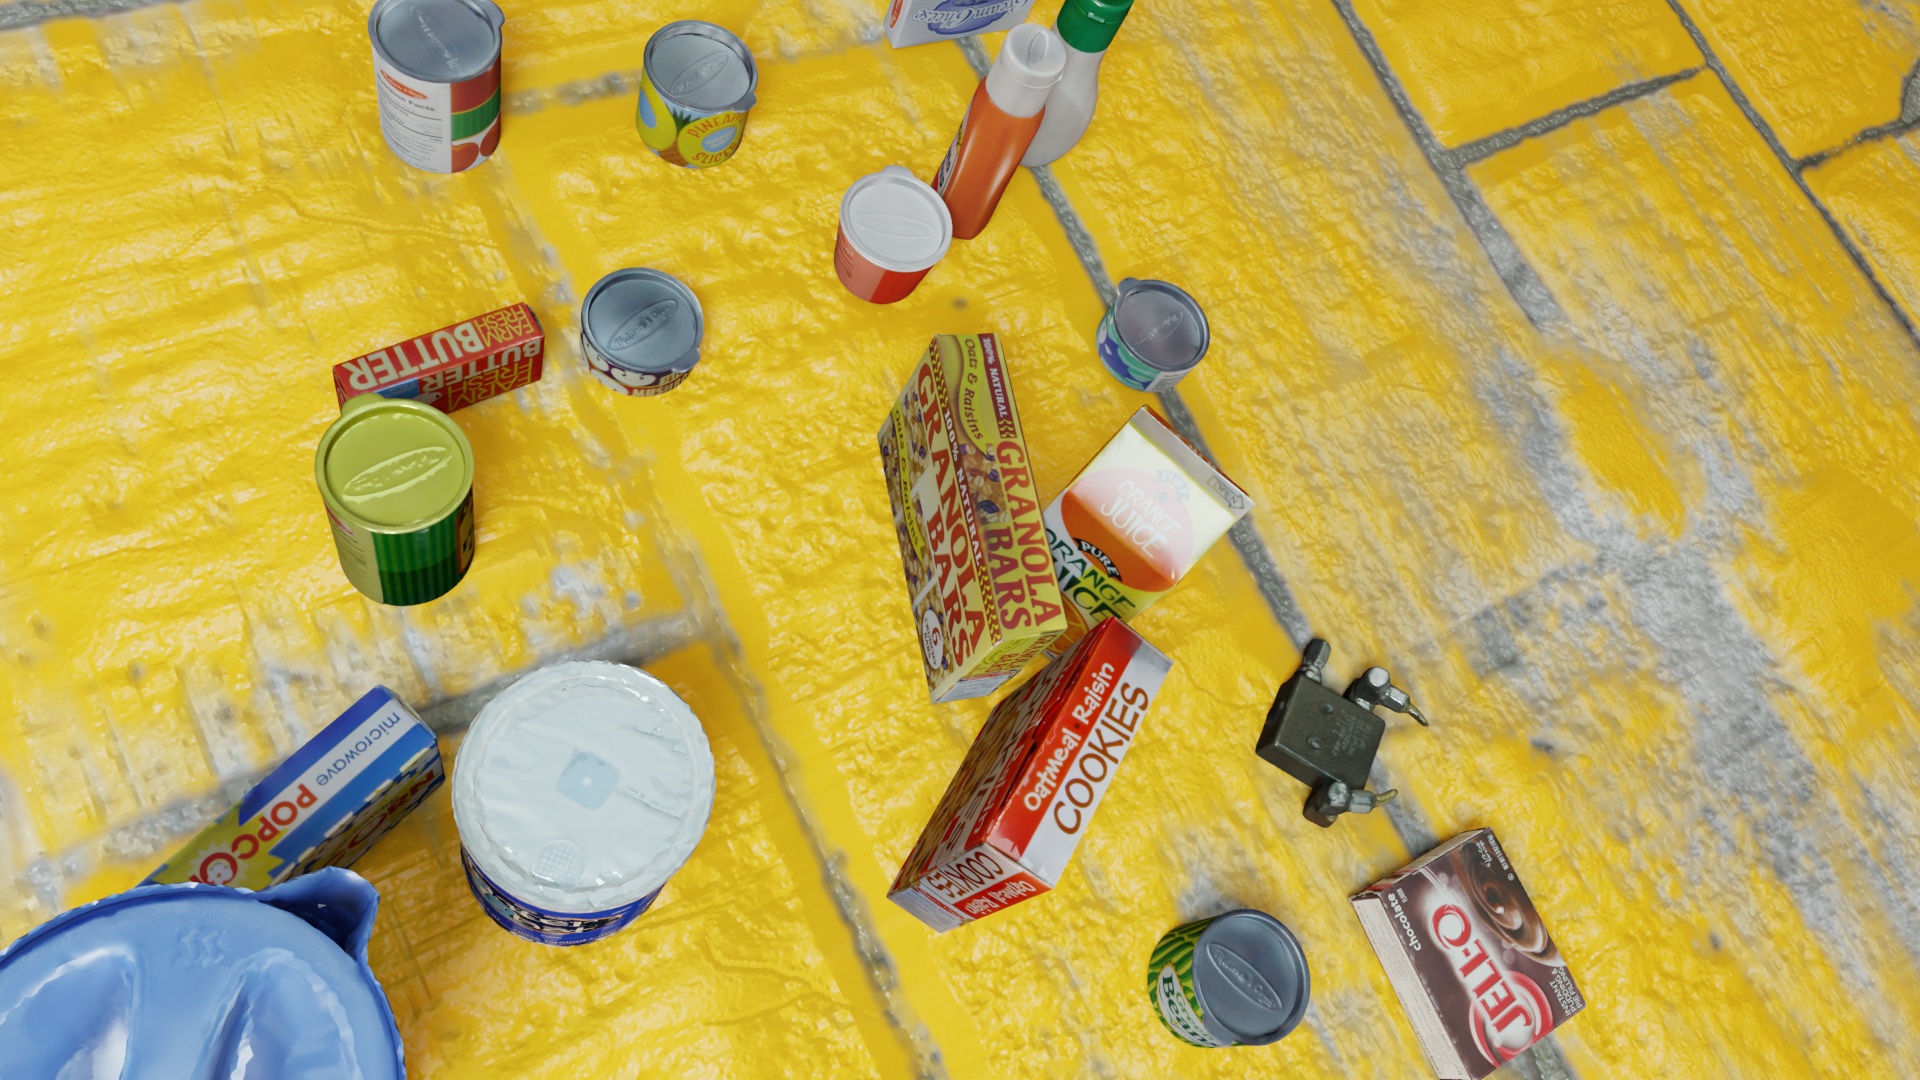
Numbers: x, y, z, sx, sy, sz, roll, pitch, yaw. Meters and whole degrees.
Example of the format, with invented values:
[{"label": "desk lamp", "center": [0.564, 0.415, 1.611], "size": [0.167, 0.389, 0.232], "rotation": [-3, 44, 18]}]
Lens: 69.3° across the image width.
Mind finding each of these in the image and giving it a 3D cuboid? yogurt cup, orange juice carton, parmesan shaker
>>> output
[{"label": "yogurt cup", "center": [-0.044, -0.178, 0.834], "size": [0.072, 0.053, 0.072], "rotation": [7, 67, -16]}, {"label": "orange juice carton", "center": [0.082, -0.005, 0.726], "size": [0.072, 0.192, 0.073], "rotation": [43, 62, 2]}, {"label": "parmesan shaker", "center": [-0.268, -0.018, 0.665], "size": [0.071, 0.102, 0.071], "rotation": [7, 67, -16]}]

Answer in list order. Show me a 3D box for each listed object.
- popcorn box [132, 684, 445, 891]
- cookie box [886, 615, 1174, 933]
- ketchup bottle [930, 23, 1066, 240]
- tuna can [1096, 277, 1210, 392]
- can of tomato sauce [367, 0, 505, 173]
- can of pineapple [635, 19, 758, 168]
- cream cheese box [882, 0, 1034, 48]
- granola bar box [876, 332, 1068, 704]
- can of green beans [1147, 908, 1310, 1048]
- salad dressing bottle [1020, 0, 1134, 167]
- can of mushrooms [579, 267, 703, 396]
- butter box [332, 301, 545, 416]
[{"label": "popcorn box", "center": [-0.288, 0.127, 0.607], "size": [0.038, 0.085, 0.127], "rotation": [43, 62, 2]}, {"label": "cookie box", "center": [0.028, 0.117, 0.671], "size": [0.040, 0.166, 0.123], "rotation": [34, 62, -3]}, {"label": "ketchup bottle", "center": [0.021, -0.245, 0.830], "size": [0.043, 0.148, 0.065], "rotation": [20, 64, -10]}, {"label": "tuna can", "center": [0.120, -0.131, 0.881], "size": [0.071, 0.032, 0.071], "rotation": [7, 66, -16]}, {"label": "can of tomato sauce", "center": [-0.287, -0.255, 0.769], "size": [0.071, 0.082, 0.071], "rotation": [7, 67, -16]}, {"label": "can of pineapple", "center": [-0.158, -0.264, 0.830], "size": [0.071, 0.057, 0.071], "rotation": [7, 67, -16]}, {"label": "cream cheese box", "center": [0.002, -0.362, 0.927], "size": [0.104, 0.053, 0.024], "rotation": [-19, 76, -24]}, {"label": "granola bar box", "center": [0.003, -0.009, 0.740], "size": [0.039, 0.123, 0.166], "rotation": [-5, 70, -20]}, {"label": "can of green beans", "center": [0.138, 0.229, 0.723], "size": [0.071, 0.057, 0.071], "rotation": [7, 67, -16]}, {"label": "salad dressing bottle", "center": [0.064, -0.294, 0.866], "size": [0.064, 0.147, 0.044], "rotation": [20, 64, -10]}, {"label": "can of mushrooms", "center": [-0.177, -0.114, 0.775], "size": [0.071, 0.033, 0.071], "rotation": [7, 66, -16]}, {"label": "butter box", "center": [-0.269, -0.087, 0.721], "size": [0.104, 0.053, 0.024], "rotation": [-26, 79, -26]}]
